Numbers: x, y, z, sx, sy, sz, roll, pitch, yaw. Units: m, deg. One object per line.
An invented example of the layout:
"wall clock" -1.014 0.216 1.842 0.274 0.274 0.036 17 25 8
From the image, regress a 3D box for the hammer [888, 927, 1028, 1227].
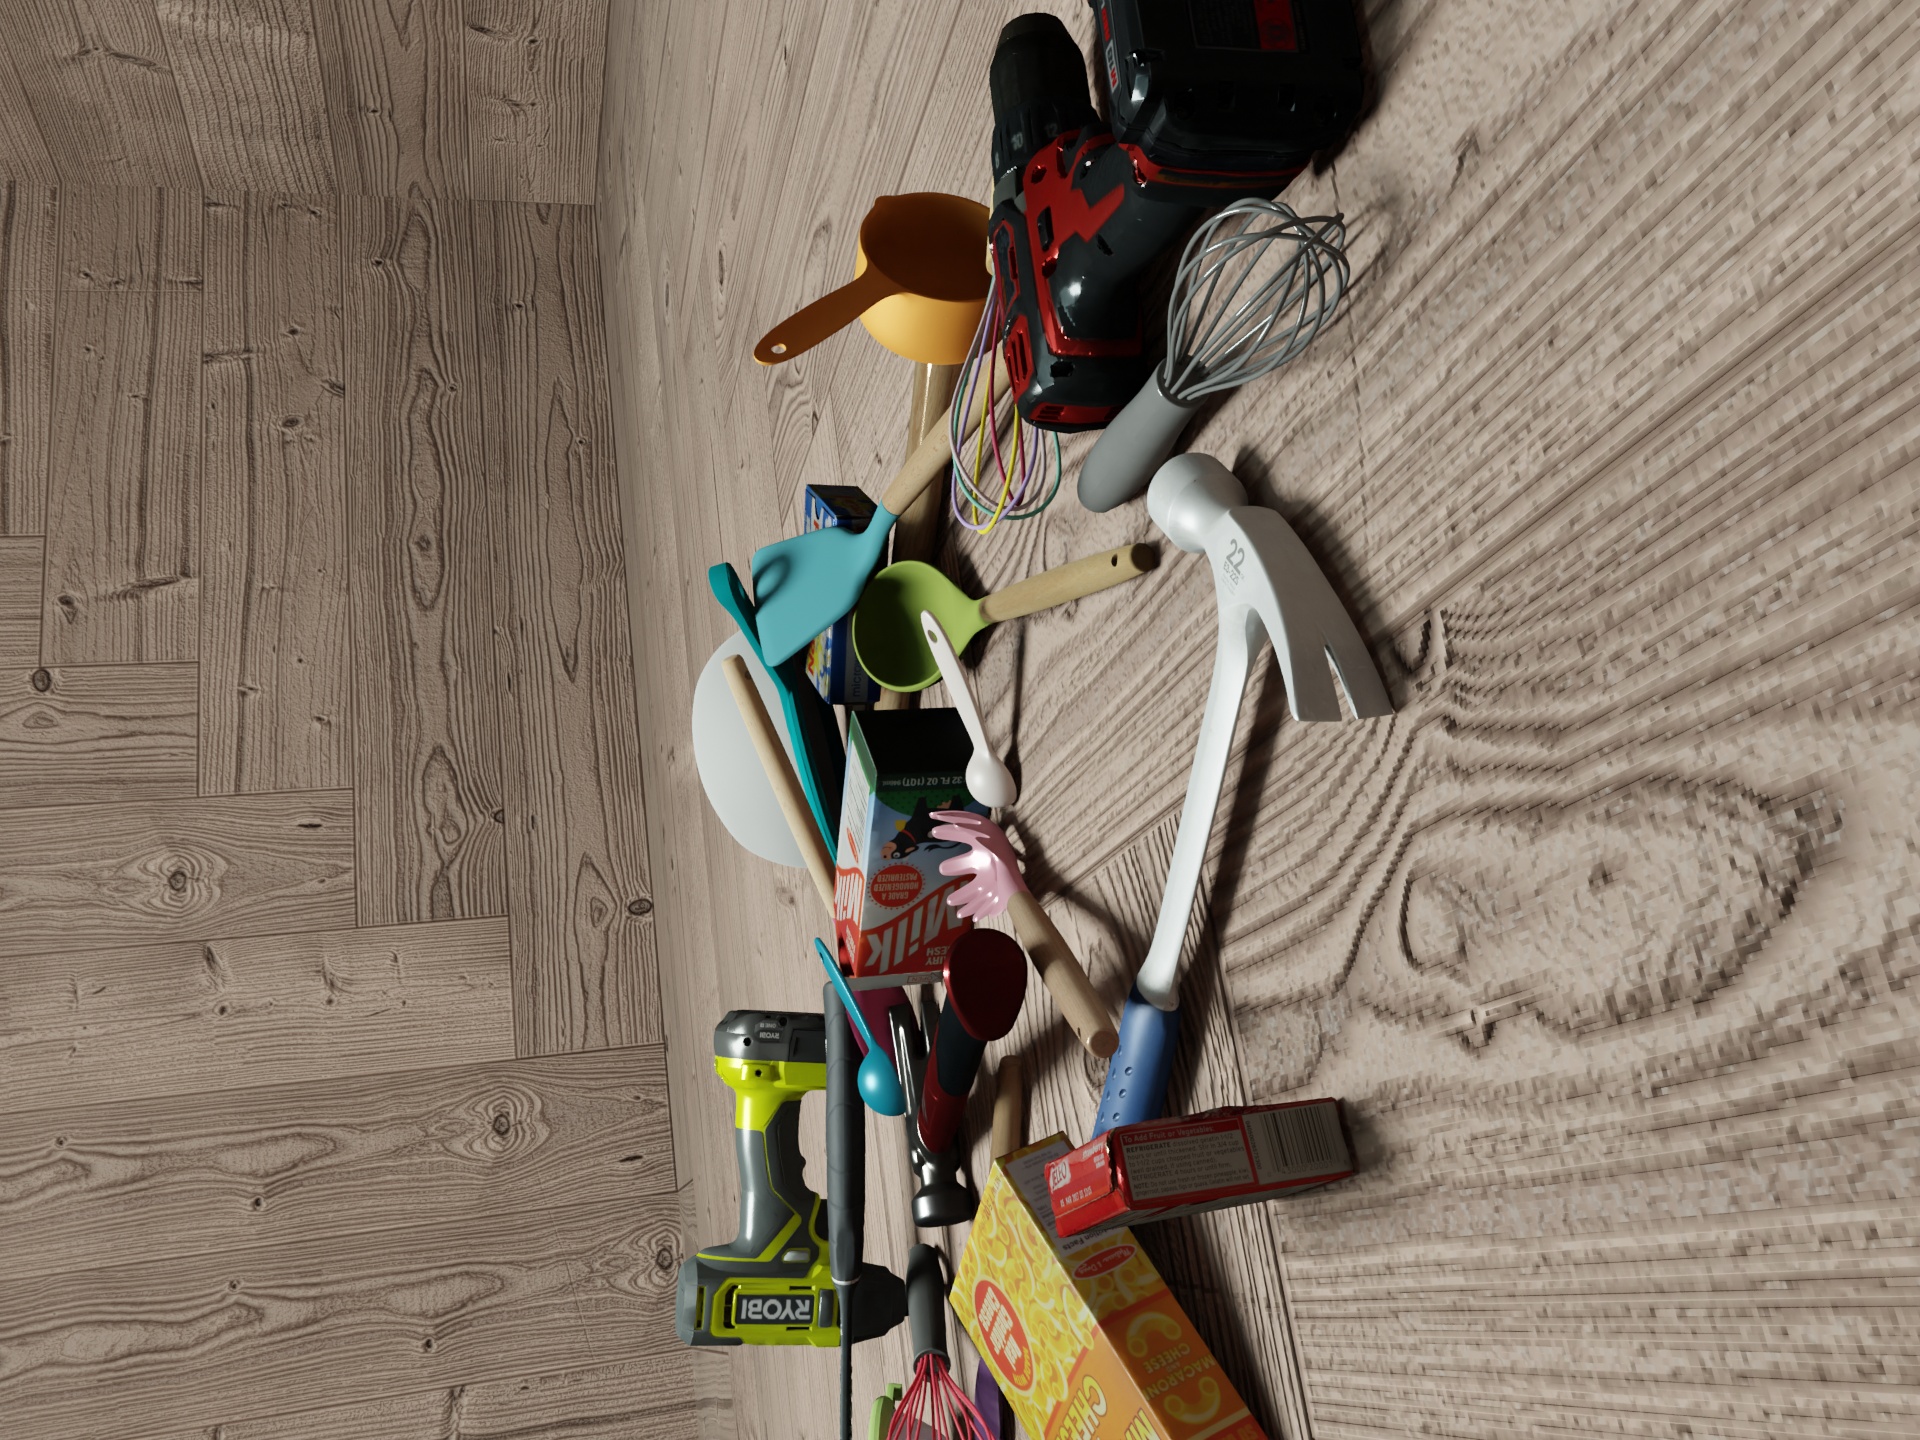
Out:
"hammer" -0.007 0.172 0.861 0.386 0.038 0.143 100 162 -64

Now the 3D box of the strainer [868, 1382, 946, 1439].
"strainer" -0.021 0.489 0.941 0.256 0.069 0.151 90 179 -75

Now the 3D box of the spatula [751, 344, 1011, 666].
"spatula" -0.035 -0.133 0.880 0.317 0.044 0.082 -43 51 51

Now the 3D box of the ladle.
"ladle" 0.014 -0.062 0.824 0.320 0.062 0.078 171 102 -71

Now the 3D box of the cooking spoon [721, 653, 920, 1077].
"cooking spoon" -0.086 0.103 1.030 0.069 0.017 0.318 -47 -60 -55

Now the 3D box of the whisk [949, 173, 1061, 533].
"whisk" 0.024 -0.196 0.740 0.047 0.051 0.245 69 -157 -64

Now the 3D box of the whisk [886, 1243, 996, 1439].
"whisk" -0.016 0.396 0.949 0.296 0.073 0.073 -109 19 -78

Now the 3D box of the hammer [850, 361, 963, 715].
"hammer" -0.034 -0.085 1.019 0.130 0.031 0.331 -115 28 -50

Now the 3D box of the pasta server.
"pasta server" 0.026 0.099 0.765 0.316 0.040 0.060 -128 27 -77

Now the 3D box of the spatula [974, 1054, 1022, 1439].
"spatula" 0.020 0.334 0.930 0.060 0.018 0.315 -122 32 -65

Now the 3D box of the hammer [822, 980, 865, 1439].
"hammer" -0.075 0.373 1.020 0.149 0.036 0.409 88 -179 -78

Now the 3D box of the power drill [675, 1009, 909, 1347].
"power drill" -0.103 0.319 1.111 0.080 0.171 0.223 154 121 -72

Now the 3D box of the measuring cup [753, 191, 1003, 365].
"measuring cup" -0.040 -0.203 0.802 0.095 0.173 0.052 40 148 18

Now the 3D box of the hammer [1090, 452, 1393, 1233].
"hammer" 0.084 0.106 0.650 0.144 0.035 0.405 -117 29 -54

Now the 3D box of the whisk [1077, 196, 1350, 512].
"whisk" 0.083 -0.125 0.601 0.239 0.055 0.055 131 134 -72

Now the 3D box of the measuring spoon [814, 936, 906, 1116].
"measuring spoon" -0.069 0.187 0.970 0.129 0.021 0.042 58 157 32

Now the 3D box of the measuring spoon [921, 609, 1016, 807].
"measuring spoon" -0.001 -0.003 0.859 0.034 0.018 0.124 15 133 54

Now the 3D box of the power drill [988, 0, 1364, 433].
"power drill" 0.060 -0.237 0.612 0.226 0.080 0.188 132 133 -71

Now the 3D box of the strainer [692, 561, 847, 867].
"strainer" -0.153 -0.005 1.116 0.340 0.095 0.211 70 -173 -62
